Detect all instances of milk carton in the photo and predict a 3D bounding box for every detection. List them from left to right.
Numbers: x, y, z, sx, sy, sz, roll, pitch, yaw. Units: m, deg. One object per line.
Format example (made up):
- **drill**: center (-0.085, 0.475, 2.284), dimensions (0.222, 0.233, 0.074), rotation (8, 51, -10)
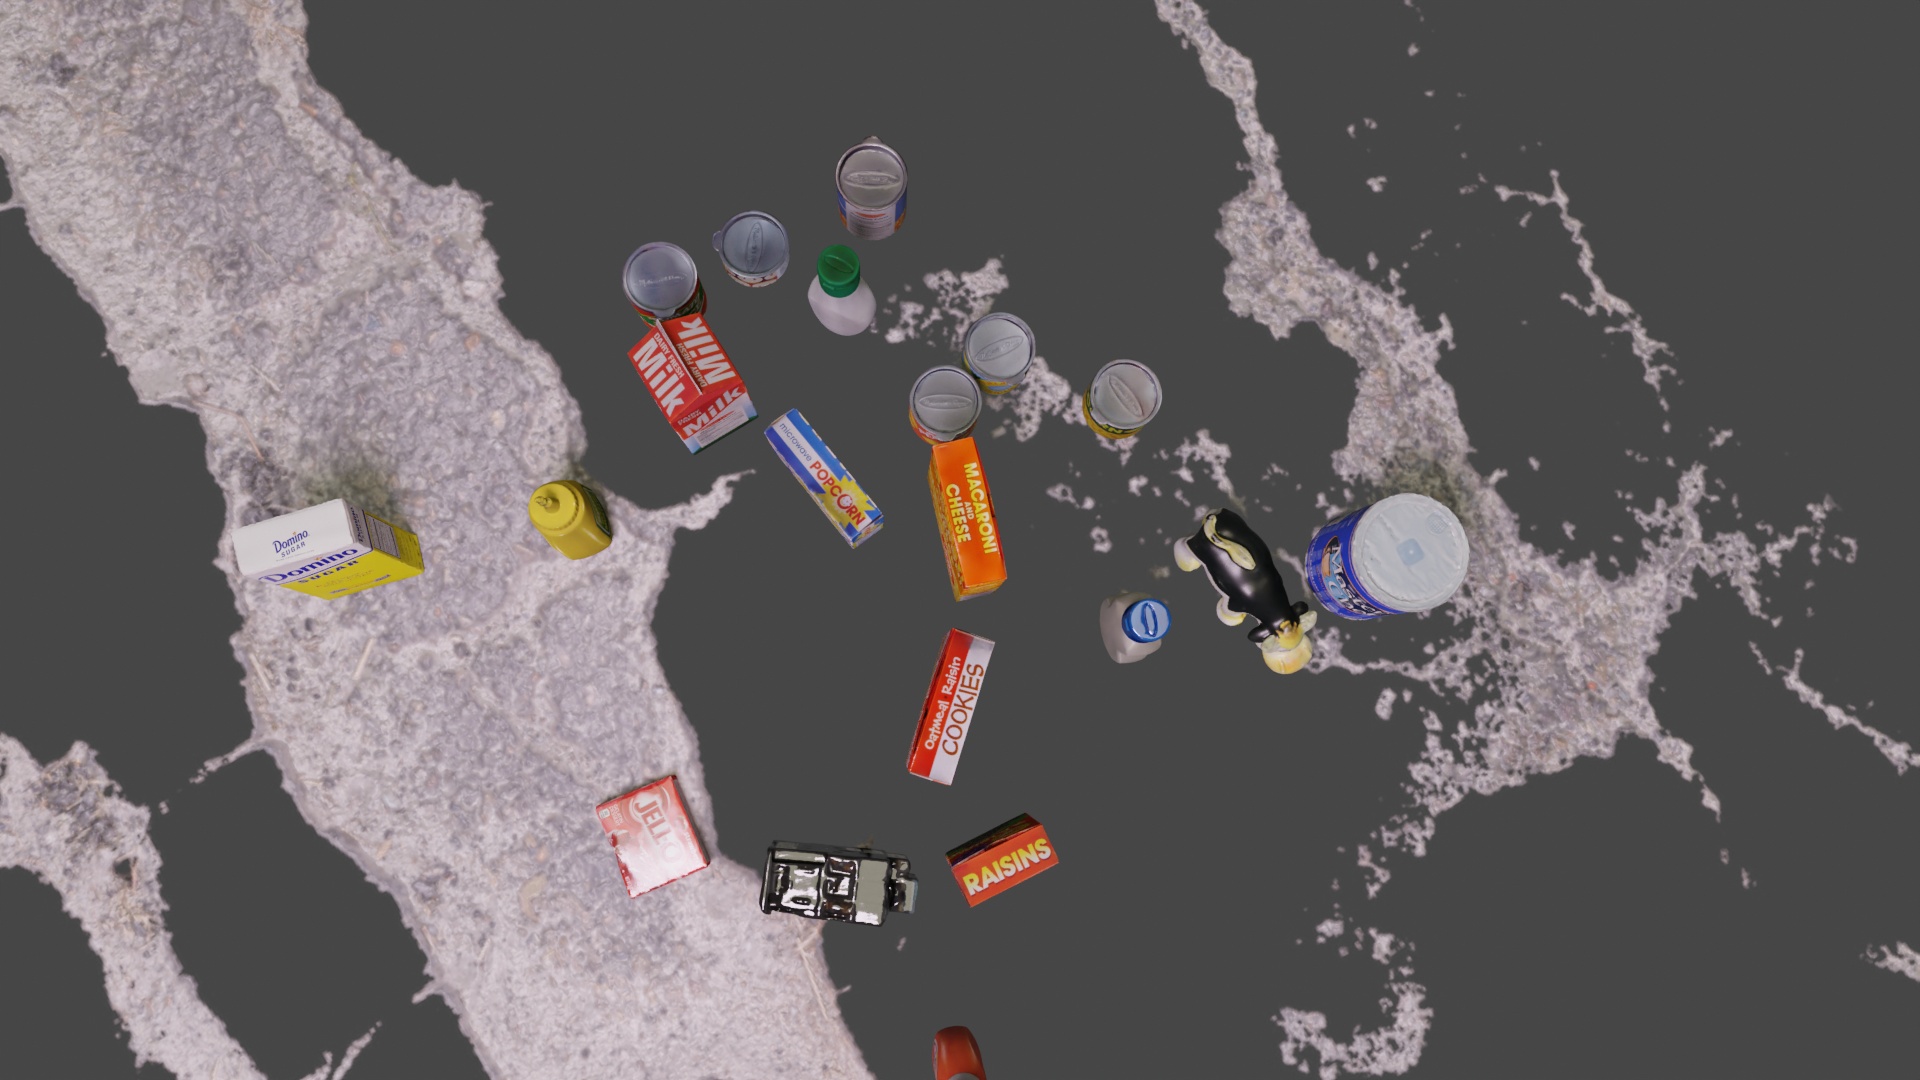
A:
- **milk carton**: center (-0.233, -0.138, 1.211), dimensions (0.073, 0.190, 0.072), rotation (-32, 86, -6)

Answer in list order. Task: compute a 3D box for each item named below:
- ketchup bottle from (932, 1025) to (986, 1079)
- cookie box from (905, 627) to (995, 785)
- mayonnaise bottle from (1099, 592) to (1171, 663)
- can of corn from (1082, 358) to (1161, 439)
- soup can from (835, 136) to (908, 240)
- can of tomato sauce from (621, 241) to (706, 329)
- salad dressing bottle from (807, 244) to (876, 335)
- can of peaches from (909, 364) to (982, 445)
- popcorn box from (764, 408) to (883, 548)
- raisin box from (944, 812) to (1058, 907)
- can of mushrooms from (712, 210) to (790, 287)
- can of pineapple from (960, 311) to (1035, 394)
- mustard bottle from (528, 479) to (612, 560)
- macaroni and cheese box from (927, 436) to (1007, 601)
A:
- **ketchup bottle**: center (0.001, 0.457, 1.171), dimensions (0.043, 0.148, 0.065), rotation (-9, 84, -4)
- **cookie box**: center (-0.012, 0.143, 1.200), dimensions (0.040, 0.167, 0.123), rotation (17, 83, -1)
- **mayonnaise bottle**: center (0.154, 0.075, 1.229), dimensions (0.041, 0.148, 0.065), rotation (-11, 84, -4)
- **can of corn**: center (0.148, -0.130, 1.299), dimensions (0.071, 0.058, 0.071), rotation (0, 83, -3)
- **soup can**: center (-0.082, -0.328, 1.298), dimensions (0.071, 0.083, 0.071), rotation (0, 83, -3)
- **can of tomato sauce**: center (-0.269, -0.227, 1.274), dimensions (0.071, 0.083, 0.071), rotation (0, 83, -3)
- **salad dressing bottle**: center (-0.107, -0.225, 1.251), dimensions (0.064, 0.147, 0.044), rotation (27, 83, 0)
- **can of peaches**: center (-0.015, -0.122, 1.289), dimensions (0.071, 0.058, 0.071), rotation (0, 83, -3)
- **popcorn box**: center (-0.123, -0.055, 1.260), dimensions (0.038, 0.085, 0.127), rotation (-39, 87, -7)
- **raisin box**: center (0.034, 0.275, 1.209), dimensions (0.086, 0.123, 0.040), rotation (-25, 85, -6)
- **can of mushrooms**: center (-0.196, -0.275, 1.310), dimensions (0.071, 0.033, 0.071), rotation (0, 83, -3)
- **can of pineapple**: center (0.035, -0.172, 1.298), dimensions (0.071, 0.058, 0.071), rotation (0, 83, -3)
- **mustard bottle**: center (-0.342, -0.022, 1.205), dimensions (0.049, 0.160, 0.065), rotation (-24, 85, -6)
- **macaroni and cheese box**: center (0.004, -0.015, 1.222), dimensions (0.040, 0.166, 0.124), rotation (-13, 84, -5)
